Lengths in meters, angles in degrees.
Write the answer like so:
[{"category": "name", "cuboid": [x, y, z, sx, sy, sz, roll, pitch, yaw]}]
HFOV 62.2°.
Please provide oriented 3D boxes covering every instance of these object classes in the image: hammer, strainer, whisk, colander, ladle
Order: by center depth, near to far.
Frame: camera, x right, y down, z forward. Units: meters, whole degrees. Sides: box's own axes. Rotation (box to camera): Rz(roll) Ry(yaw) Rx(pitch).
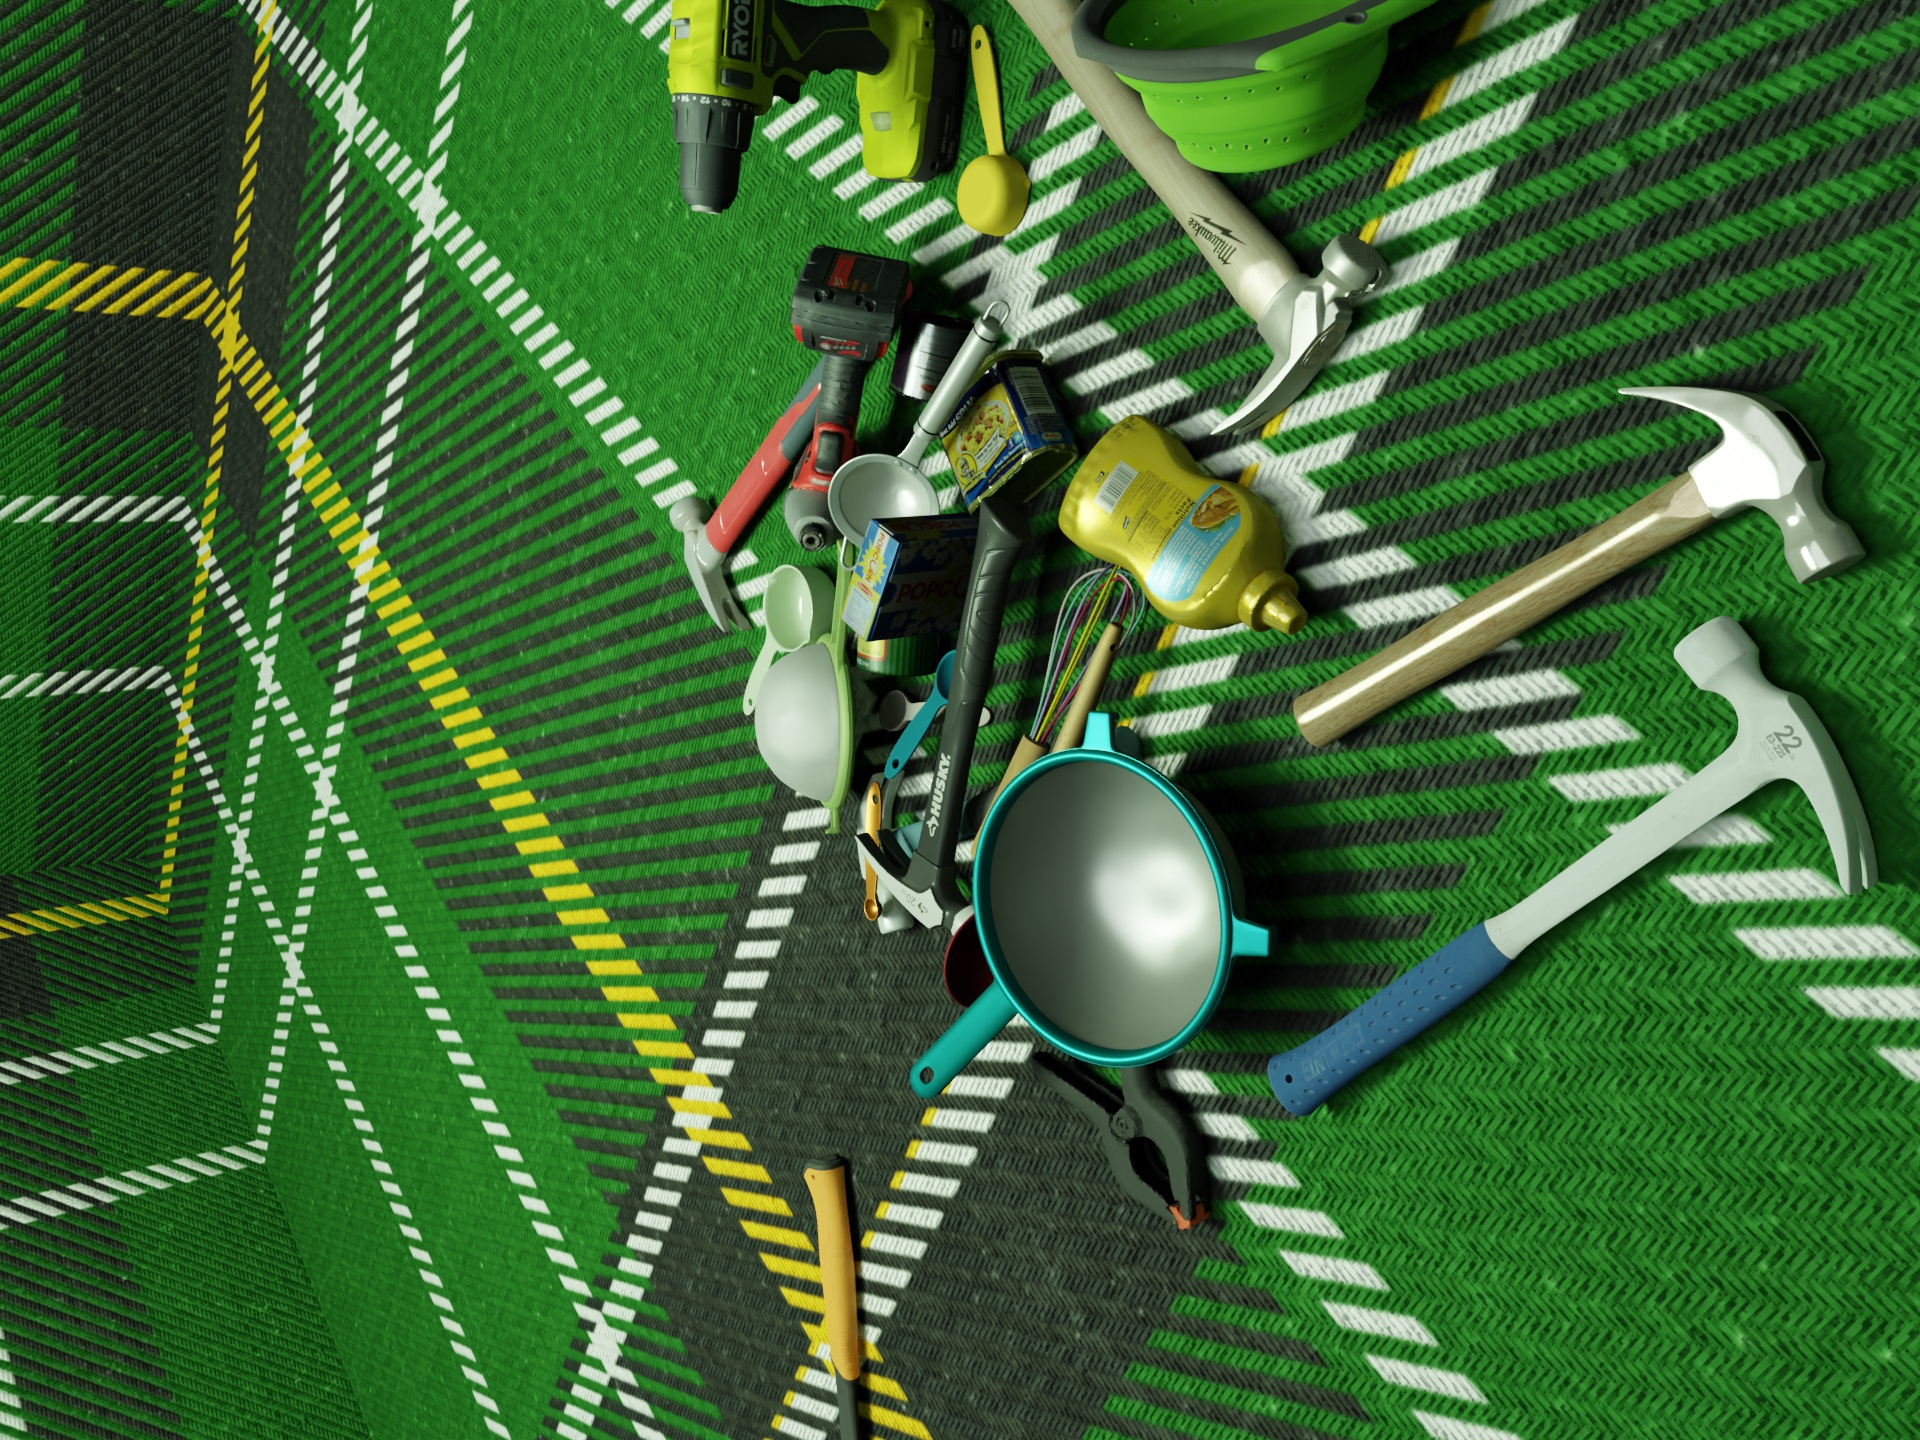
[{"category": "hammer", "cuboid": [0.308, -0.069, 0.875, 0.331, 0.031, 0.130, -36, 68, 46]}, {"category": "hammer", "cuboid": [0.313, 0.123, 0.890, 0.405, 0.035, 0.144, -51, 57, 41]}, {"category": "colander", "cuboid": [0.144, -0.425, 0.974, 0.398, 0.204, 0.094, 57, 171, 49]}, {"category": "hammer", "cuboid": [0.120, -0.375, 1.055, 0.146, 0.038, 0.411, -54, 55, 41]}, {"category": "strainer", "cuboid": [0.082, 0.160, 1.109, 0.211, 0.095, 0.340, 55, 127, 22]}, {"category": "whisk", "cuboid": [0.066, -0.005, 1.133, 0.245, 0.051, 0.047, -65, 22, 16]}, {"category": "ladle", "cuboid": [0.055, 0.071, 1.135, 0.031, 0.069, 0.315, 50, 126, 50]}, {"category": "strainer", "cuboid": [-0.026, -0.206, 1.156, 0.258, 0.087, 0.050, -52, 13, 43]}, {"category": "hammer", "cuboid": [-0.002, -0.004, 1.195, 0.146, 0.035, 0.334, 31, 119, 41]}, {"category": "hammer", "cuboid": [0.021, 0.072, 1.234, 0.331, 0.033, 0.128, -26, 76, 48]}, {"category": "strainer", "cuboid": [-0.129, -0.039, 1.305, 0.152, 0.069, 0.256, -111, 24, -48]}, {"category": "hammer", "cuboid": [-0.144, -0.235, 1.386, 0.386, 0.038, 0.143, -45, 63, 43]}, {"category": "hammer", "cuboid": [-0.103, 0.565, 1.445, 0.127, 0.034, 0.337, -4, 91, 51]}]

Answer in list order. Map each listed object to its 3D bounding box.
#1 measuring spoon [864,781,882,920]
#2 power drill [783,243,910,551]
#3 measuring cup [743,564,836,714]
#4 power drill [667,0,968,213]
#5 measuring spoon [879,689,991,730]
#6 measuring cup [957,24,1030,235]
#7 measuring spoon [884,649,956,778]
[{"category": "measuring spoon", "cuboid": [-0.069, 0.108, 1.314, 0.021, 0.011, 0.117, 10, 101, 51]}, {"category": "power drill", "cuboid": [-0.097, -0.242, 1.238, 0.143, 0.078, 0.219, -82, 3, -55]}, {"category": "measuring cup", "cuboid": [-0.155, -0.067, 1.422, 0.083, 0.038, 0.167, 54, 134, 30]}, {"category": "power drill", "cuboid": [-0.110, -0.462, 1.166, 0.080, 0.228, 0.190, 21, 111, 47]}, {"category": "measuring spoon", "cuboid": [-0.018, -0.005, 1.288, 0.124, 0.018, 0.034, 4, 82, 43]}, {"category": "measuring cup", "cuboid": [0.015, -0.438, 1.175, 0.062, 0.029, 0.156, -7, 91, 50]}, {"category": "measuring spoon", "cuboid": [-0.021, -0.001, 1.269, 0.128, 0.021, 0.042, -55, 47, 25]}]
